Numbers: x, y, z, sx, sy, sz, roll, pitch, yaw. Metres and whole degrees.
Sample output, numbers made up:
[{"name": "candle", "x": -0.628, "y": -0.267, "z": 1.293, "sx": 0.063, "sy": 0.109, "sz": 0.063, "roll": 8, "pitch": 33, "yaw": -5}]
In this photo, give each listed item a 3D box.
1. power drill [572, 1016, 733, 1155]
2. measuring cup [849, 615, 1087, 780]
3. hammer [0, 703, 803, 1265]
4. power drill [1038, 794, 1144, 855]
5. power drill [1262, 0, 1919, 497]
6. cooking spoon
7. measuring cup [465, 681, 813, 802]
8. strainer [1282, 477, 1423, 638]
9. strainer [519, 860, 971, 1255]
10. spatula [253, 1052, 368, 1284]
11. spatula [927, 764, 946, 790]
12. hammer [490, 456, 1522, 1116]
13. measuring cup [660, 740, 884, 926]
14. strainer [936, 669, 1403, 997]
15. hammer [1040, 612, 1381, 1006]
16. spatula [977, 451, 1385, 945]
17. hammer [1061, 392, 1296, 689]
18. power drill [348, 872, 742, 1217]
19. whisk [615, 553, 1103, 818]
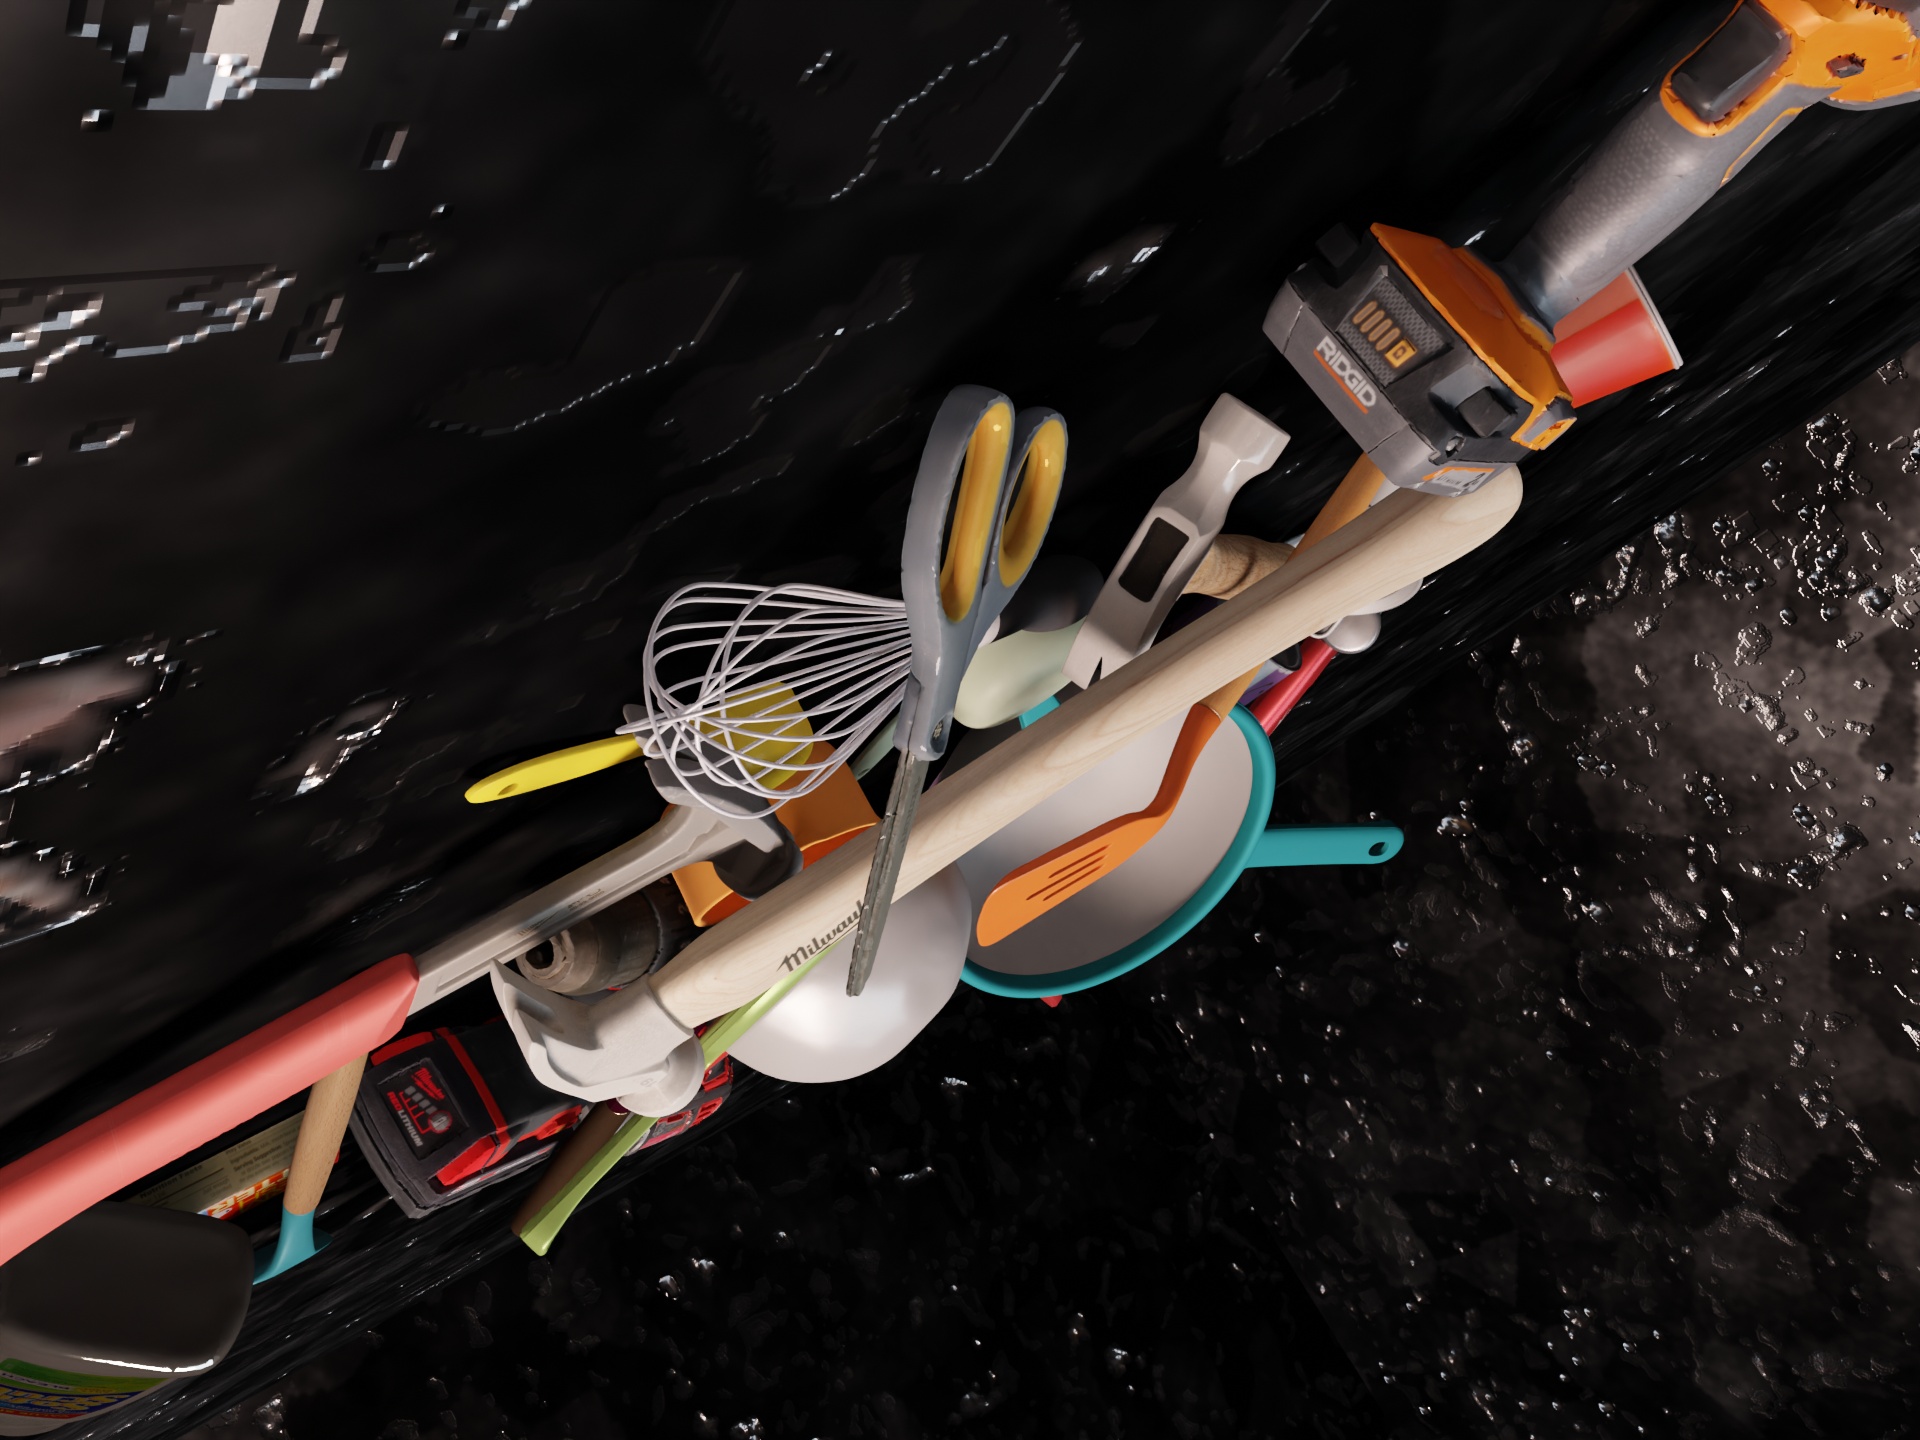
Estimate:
[{"name": "power drill", "x": -0.135, "y": 0.161, "z": 0.884, "sx": 0.219, "sy": 0.079, "sz": 0.143, "roll": -44, "pitch": 162, "yaw": 17}, {"name": "measuring cup", "x": -0.001, "y": -0.002, "z": 0.728, "sx": 0.083, "sy": 0.038, "sz": 0.167, "roll": -19, "pitch": 161, "yaw": -49}, {"name": "hammer", "x": -0.229, "y": 0.110, "z": 0.548, "sx": 0.359, "sy": 0.037, "sz": 0.149, "roll": -28, "pitch": 159, "yaw": 1}, {"name": "power drill", "x": 0.072, "y": 0.055, "z": 1.066, "sx": 0.171, "sy": 0.080, "sz": 0.223, "roll": -37, "pitch": 172, "yaw": -4}, {"name": "power drill", "x": 0.204, "y": -0.170, "z": 0.475, "sx": 0.226, "sy": 0.084, "sz": 0.164, "roll": -42, "pitch": 165, "yaw": 25}, {"name": "cooking spoon", "x": -0.173, "y": 0.193, "z": 0.770, "sx": 0.069, "sy": 0.017, "sz": 0.318, "roll": -42, "pitch": 173, "yaw": -45}, {"name": "measuring cup", "x": -0.107, "y": 0.020, "z": 0.559, "sx": 0.062, "sy": 0.029, "sz": 0.156, "roll": -39, "pitch": 168, "yaw": 30}, {"name": "strainer", "x": 0.224, "y": -0.116, "z": 0.853, "sx": 0.087, "sy": 0.050, "sz": 0.258, "roll": 12, "pitch": 160, "yaw": 3}, {"name": "strainer", "x": -0.078, "y": 0.152, "z": 0.705, "sx": 0.256, "sy": 0.069, "sz": 0.151, "roll": -45, "pitch": 178, "yaw": -14}, {"name": "spatula", "x": -0.306, "y": 0.200, "z": 0.730, "sx": 0.082, "sy": 0.044, "sz": 0.317, "roll": -18, "pitch": 151, "yaw": -43}, {"name": "spatula", "x": -0.049, "y": 0.086, "z": 0.960, "sx": 0.316, "sy": 0.018, "sz": 0.059, "roll": -48, "pitch": 158, "yaw": 27}, {"name": "hammer", "x": 0.029, "y": 0.011, "z": 0.574, "sx": 0.410, "sy": 0.038, "sz": 0.146, "roll": -33, "pitch": 158, "yaw": -5}, {"name": "measuring cup", "x": -0.048, "y": 0.026, "z": 0.686, "sx": 0.173, "sy": 0.052, "sz": 0.095, "roll": -27, "pitch": 169, "yaw": -23}, {"name": "strainer", "x": 0.113, "y": 0.048, "z": 0.911, "sx": 0.340, "sy": 0.095, "sz": 0.211, "roll": 2, "pitch": 124, "yaw": -34}, {"name": "hammer", "x": 0.166, "y": 0.053, "z": 1.121, "sx": 0.386, "sy": 0.038, "sz": 0.143, "roll": -54, "pitch": 176, "yaw": 22}, {"name": "spatula", "x": 0.114, "y": -0.026, "z": 0.707, "sx": 0.323, "sy": 0.041, "sz": 0.081, "roll": -53, "pitch": 167, "yaw": -20}, {"name": "hammer", "x": 0.123, "y": -0.070, "z": 0.739, "sx": 0.130, "sy": 0.031, "sz": 0.331, "roll": -56, "pitch": 166, "yaw": 14}, {"name": "power drill", "x": -0.187, "y": 0.136, "z": 0.737, "sx": 0.226, "sy": 0.080, "sz": 0.188, "roll": -39, "pitch": 167, "yaw": 19}, {"name": "whisk", "x": -0.015, "y": -0.030, "z": 0.552, "sx": 0.070, "sy": 0.070, "sz": 0.284, "roll": -39, "pitch": 172, "yaw": 31}]
